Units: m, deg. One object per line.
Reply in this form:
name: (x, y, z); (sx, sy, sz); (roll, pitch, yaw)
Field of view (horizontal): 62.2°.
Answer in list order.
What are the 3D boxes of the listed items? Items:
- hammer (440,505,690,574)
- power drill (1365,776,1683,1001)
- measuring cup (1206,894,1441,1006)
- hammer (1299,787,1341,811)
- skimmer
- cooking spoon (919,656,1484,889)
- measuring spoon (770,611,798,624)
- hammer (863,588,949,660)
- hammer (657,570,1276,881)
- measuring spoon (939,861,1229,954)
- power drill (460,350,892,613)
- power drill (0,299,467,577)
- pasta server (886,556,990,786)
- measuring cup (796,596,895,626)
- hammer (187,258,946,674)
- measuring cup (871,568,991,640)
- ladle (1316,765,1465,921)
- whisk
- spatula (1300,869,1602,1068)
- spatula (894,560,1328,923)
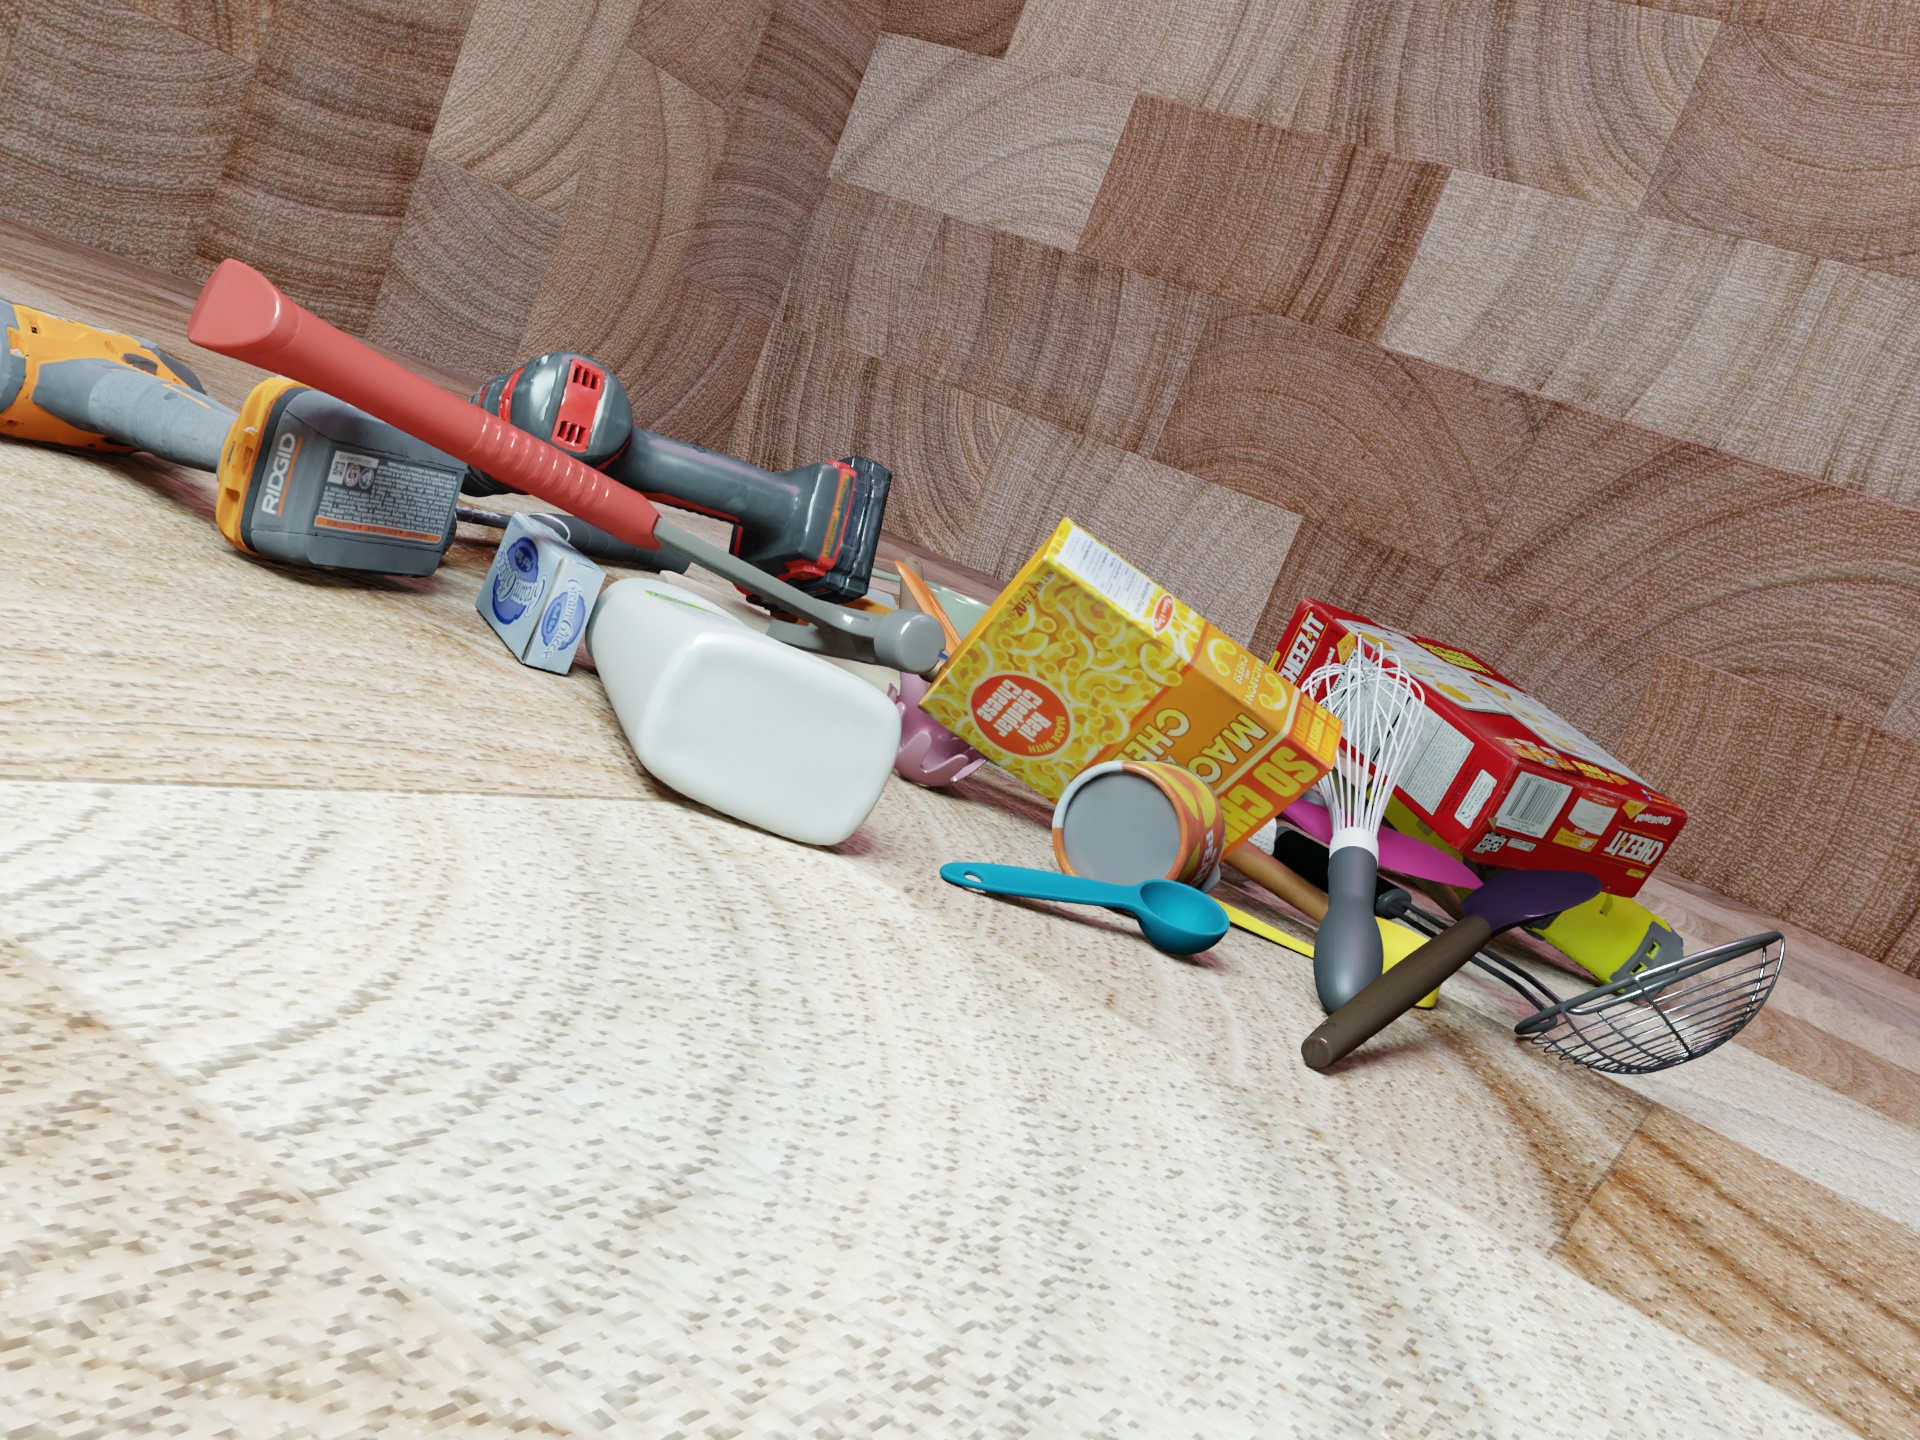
hammer: (-0.292, -0.130, 1.059); (0.149, 0.036, 0.409); (23, 7, 16)
power drill: (0.374, 0.097, 1.109); (0.171, 0.080, 0.223); (33, 5, -19)
measuring cup: (0.166, 0.097, 0.784); (0.156, 0.029, 0.062); (24, 8, 0)
hammer: (0.203, 0.037, 1.143); (0.146, 0.035, 0.334); (24, 1, 18)
skimmer: (0.277, 0.096, 0.875); (0.127, 0.090, 0.364); (-12, 19, -20)
cooking spoon: (0.128, 0.028, 0.837); (0.319, 0.017, 0.069); (21, 11, -1)
measuring spoon: (-0.117, -0.064, 1.039); (0.021, 0.011, 0.117); (23, -13, -6)
hammer: (-0.059, -0.066, 1.254); (0.144, 0.035, 0.406); (19, 9, -26)
hammer: (-0.002, -0.003, 0.987); (0.410, 0.038, 0.146); (23, 6, 8)
measuring spoon: (0.050, 0.079, 0.664); (0.128, 0.021, 0.042); (11, 23, -15)
power drill: (-0.175, -0.131, 0.900); (0.226, 0.080, 0.188); (18, -12, -32)
power drill: (-0.360, -0.139, 0.776); (0.226, 0.084, 0.164); (20, 7, 14)
pasta server: (-0.023, -0.042, 0.931); (0.060, 0.040, 0.316); (32, 21, -16)
measuring cup: (-0.077, -0.059, 1.052); (0.095, 0.052, 0.173); (23, 3, 8)
hammer: (-0.175, -0.105, 0.739); (0.358, 0.037, 0.149); (26, -7, -39)
measuring cup: (-0.037, -0.083, 1.166); (0.167, 0.038, 0.083); (14, 11, -36)
ladle: (0.236, 0.034, 1.045); (0.315, 0.031, 0.069); (43, 15, -17)
whisk: (0.194, 0.047, 0.781); (0.070, 0.070, 0.285); (22, 36, 1)
spatula: (0.223, 0.100, 0.707); (0.060, 0.018, 0.316); (-1, 7, 37)
spatula: (0.088, 0.018, 0.881); (0.322, 0.041, 0.081); (34, 3, 8)
